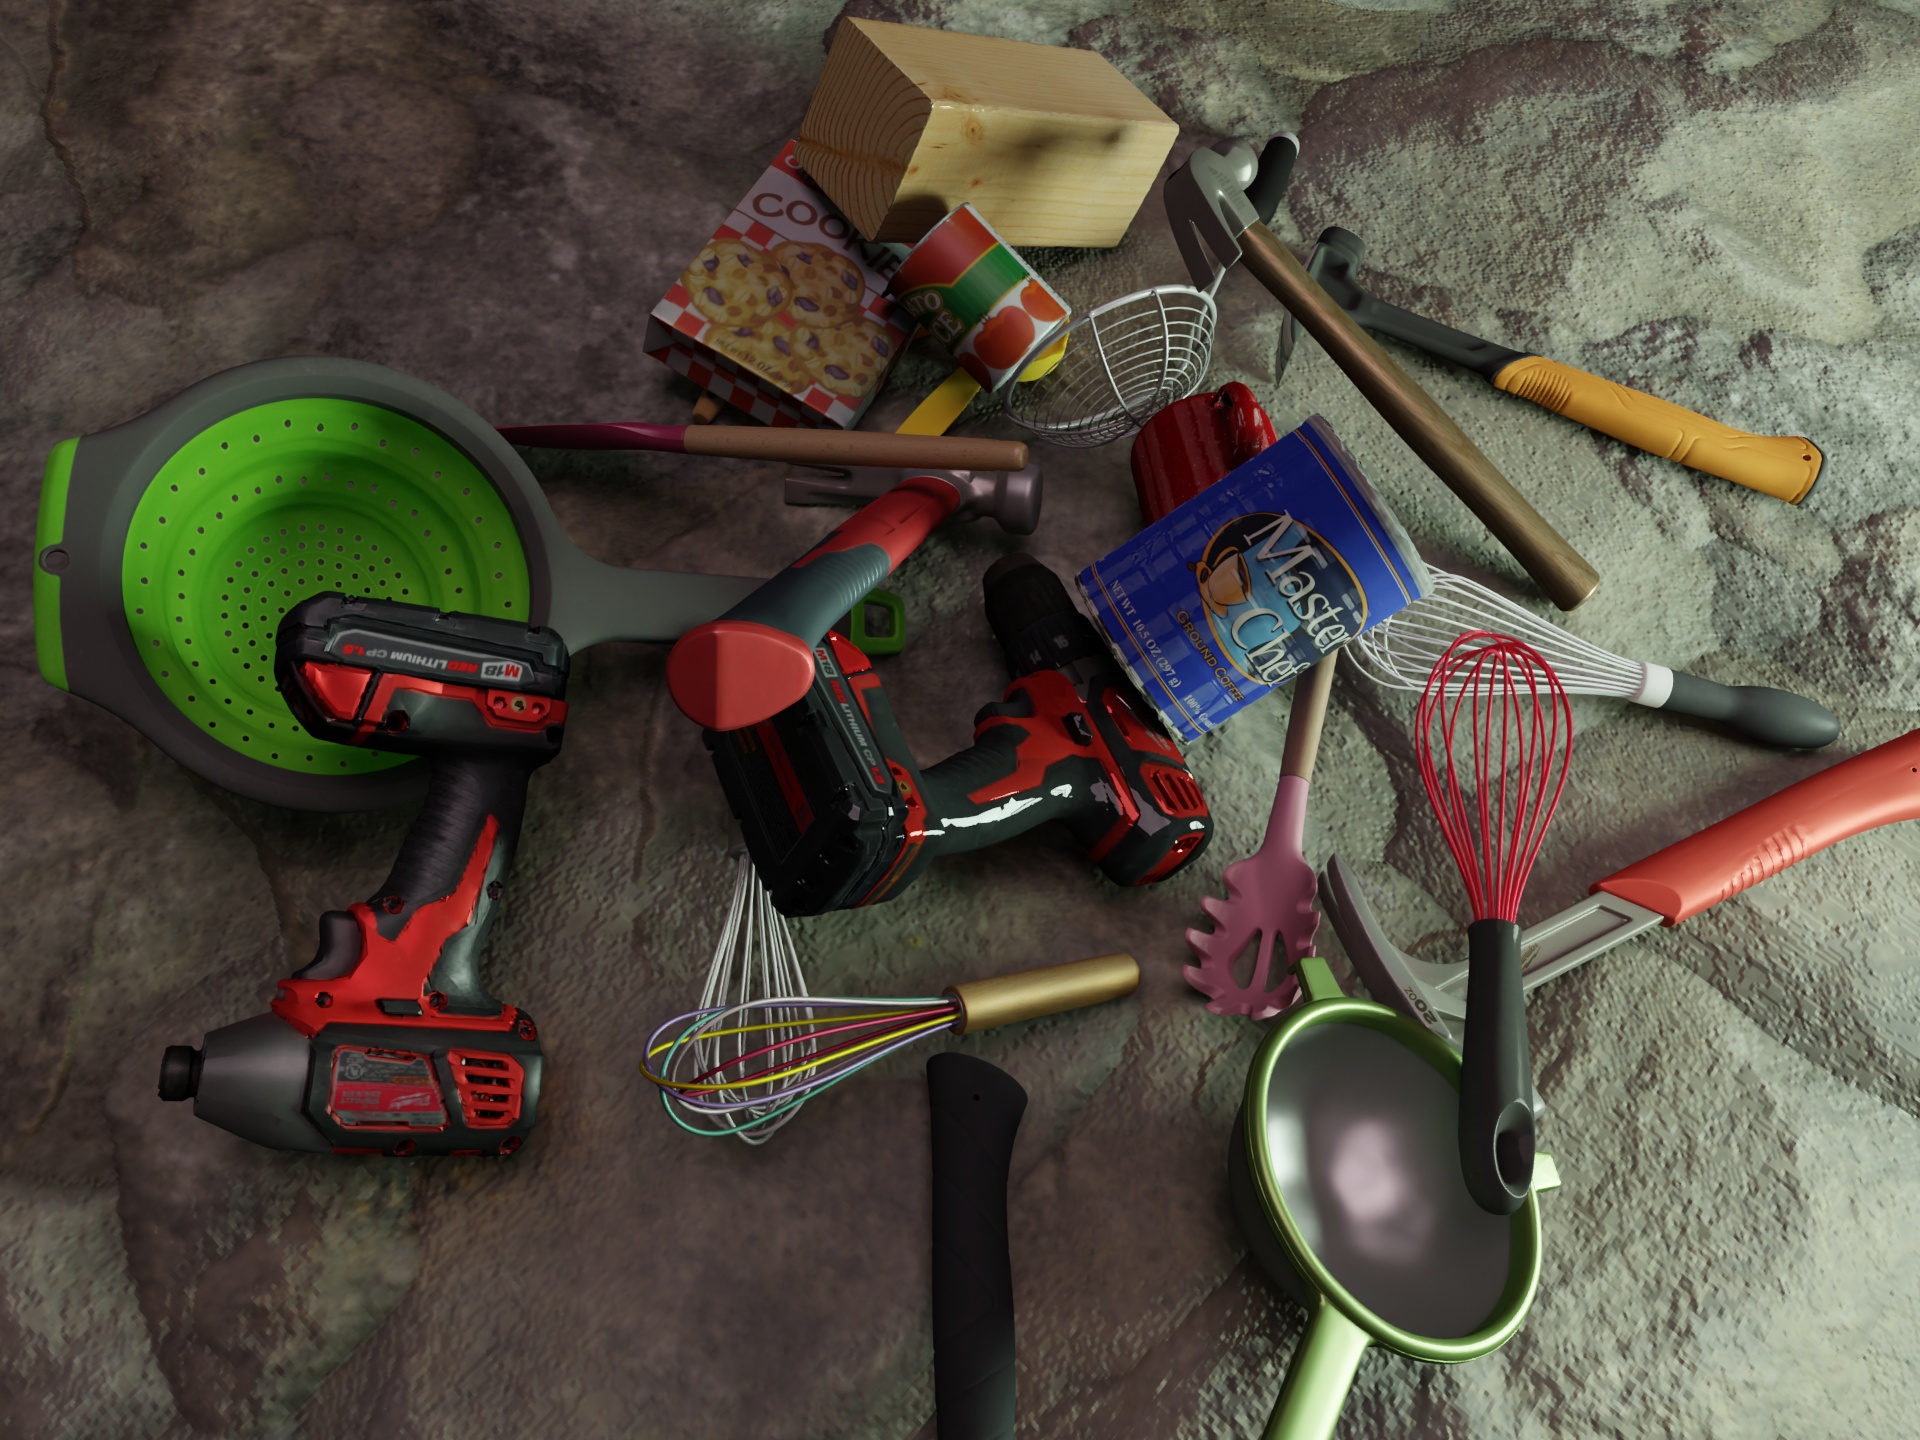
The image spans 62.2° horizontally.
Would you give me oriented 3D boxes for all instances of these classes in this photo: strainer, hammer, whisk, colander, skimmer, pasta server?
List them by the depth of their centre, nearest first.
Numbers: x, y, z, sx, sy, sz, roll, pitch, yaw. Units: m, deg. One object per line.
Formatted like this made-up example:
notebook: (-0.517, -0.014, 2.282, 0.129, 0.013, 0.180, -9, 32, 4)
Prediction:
hammer: (0.002, 0.323, 0.597, 0.149, 0.036, 0.409, 2, 57, -5)
strainer: (0.141, 0.228, 0.635, 0.151, 0.069, 0.256, 41, 47, -1)
whisk: (-0.019, 0.130, 0.675, 0.245, 0.047, 0.051, -5, 74, -34)
hammer: (-0.061, -0.074, 0.700, 0.143, 0.038, 0.386, 7, 19, 9)
whisk: (-0.094, 0.067, 0.721, 0.058, 0.059, 0.247, -14, 63, 21)
whisk: (0.243, 0.079, 0.725, 0.073, 0.073, 0.296, 12, 57, 0)
colander: (-0.221, -0.054, 0.777, 0.397, 0.094, 0.204, 2, 83, -27)
pasta server: (0.170, 0.003, 0.793, 0.060, 0.040, 0.316, 5, 64, 25)
hammer: (0.360, 0.072, 0.802, 0.359, 0.036, 0.149, -21, 63, -19)
whisk: (0.339, -0.028, 0.853, 0.284, 0.070, 0.070, 13, 57, -5)
hammer: (0.235, -0.187, 0.884, 0.331, 0.031, 0.130, 46, 39, -3)
skimmer: (0.132, -0.286, 0.964, 0.090, 0.127, 0.363, 35, 50, -9)
hammer: (0.361, -0.202, 0.976, 0.337, 0.034, 0.127, 23, 57, 7)

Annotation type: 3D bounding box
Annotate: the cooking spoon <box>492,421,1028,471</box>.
cooking spoon: (-0.116, -0.142, 0.815, 0.319, 0.017, 0.069, 6, 13, 22)

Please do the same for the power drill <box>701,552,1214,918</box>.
power drill: (-0.001, -0.002, 0.745, 0.226, 0.080, 0.188, -3, 55, -38)

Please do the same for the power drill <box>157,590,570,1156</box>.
power drill: (-0.238, 0.066, 0.653, 0.143, 0.078, 0.220, 8, 79, -26)

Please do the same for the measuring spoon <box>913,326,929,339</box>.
measuring spoon: (-0.039, -0.232, 0.958, 0.117, 0.011, 0.021, -29, 74, -27)

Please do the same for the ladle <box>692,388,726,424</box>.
ladle: (-0.092, -0.295, 0.979, 0.069, 0.031, 0.316, 23, 60, 2)

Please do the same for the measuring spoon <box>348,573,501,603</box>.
measuring spoon: (-0.258, -0.070, 0.819, 0.124, 0.018, 0.034, -19, 62, -19)

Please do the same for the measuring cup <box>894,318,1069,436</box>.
measuring cup: (0.005, -0.193, 0.935, 0.062, 0.029, 0.156, 37, 72, 13)
